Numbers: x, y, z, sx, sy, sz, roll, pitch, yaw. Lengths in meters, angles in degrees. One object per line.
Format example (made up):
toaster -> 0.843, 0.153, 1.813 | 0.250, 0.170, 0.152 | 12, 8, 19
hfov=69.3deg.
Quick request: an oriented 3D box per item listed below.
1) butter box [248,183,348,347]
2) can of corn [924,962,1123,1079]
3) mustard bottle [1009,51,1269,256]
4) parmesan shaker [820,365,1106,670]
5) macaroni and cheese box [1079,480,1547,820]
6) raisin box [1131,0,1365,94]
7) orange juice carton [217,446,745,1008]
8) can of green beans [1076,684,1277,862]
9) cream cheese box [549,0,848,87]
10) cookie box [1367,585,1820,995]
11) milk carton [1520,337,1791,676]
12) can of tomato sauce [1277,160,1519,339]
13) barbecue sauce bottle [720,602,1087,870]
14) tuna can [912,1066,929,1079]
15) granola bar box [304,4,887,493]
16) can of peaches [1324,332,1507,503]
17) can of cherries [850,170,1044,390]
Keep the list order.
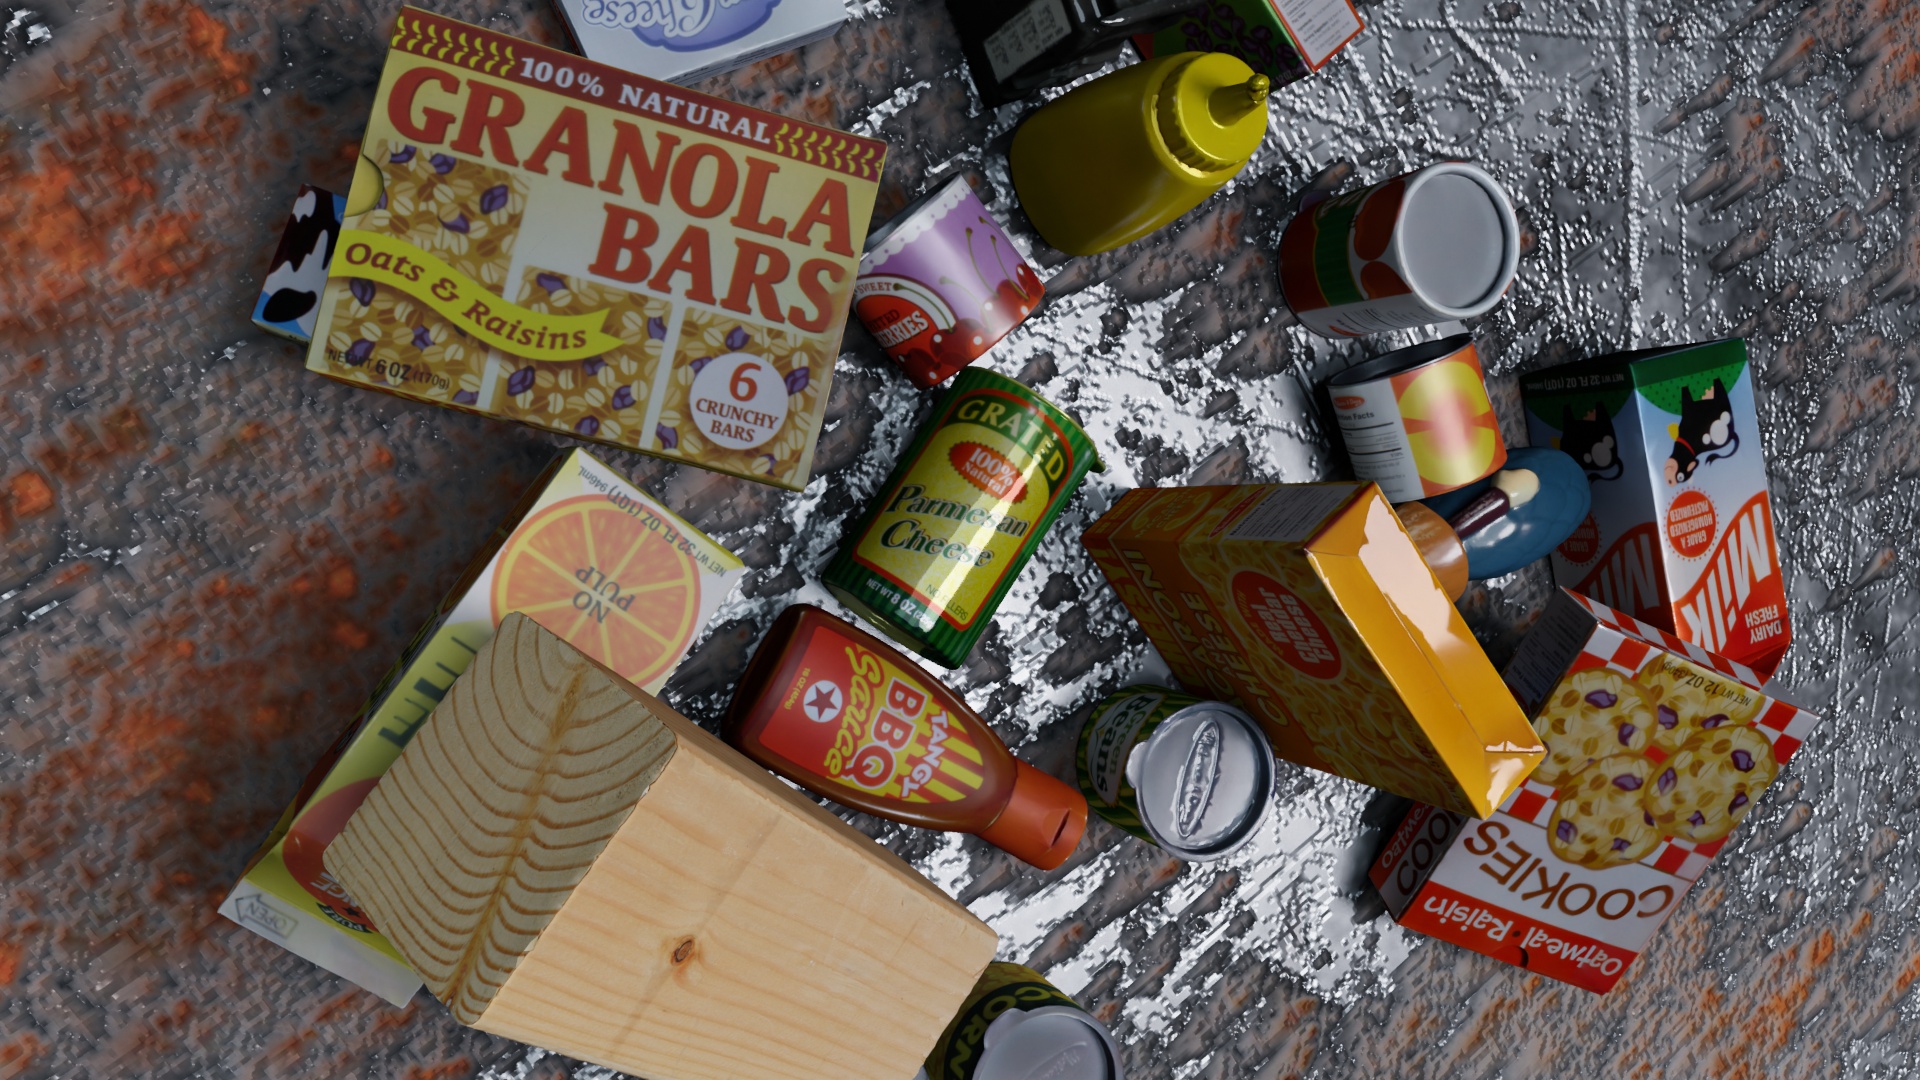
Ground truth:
butter box -> -0.190, -0.082, 0.497 | 0.103, 0.024, 0.053 | 19, 85, -20
can of corn -> 0.023, 0.211, 0.565 | 0.071, 0.058, 0.071 | -1, 92, -21
mustard bottle -> 0.073, -0.149, 0.524 | 0.049, 0.160, 0.065 | -31, 103, -19
parmesan shaker -> 0.002, -0.007, 0.548 | 0.071, 0.071, 0.103 | 37, 79, -18
macaroni and cheese box -> 0.129, 0.036, 0.545 | 0.040, 0.166, 0.123 | -40, 105, -16
raisin box -> 0.096, -0.239, 0.570 | 0.040, 0.086, 0.123 | -42, 106, -18
orange juice carton -> -0.165, 0.064, 0.483 | 0.071, 0.073, 0.193 | 38, 79, -19
can of green beans -> 0.090, 0.097, 0.589 | 0.071, 0.058, 0.071 | -1, 92, -21
cream cheese box -> -0.099, -0.205, 0.529 | 0.104, 0.024, 0.053 | -27, 102, -18
cookie box -> 0.284, 0.119, 0.632 | 0.123, 0.040, 0.166 | 21, 110, -14
milk carton -> 0.340, 0.003, 0.676 | 0.073, 0.072, 0.190 | -14, 96, -20
can of tomato sauce -> 0.191, -0.127, 0.610 | 0.071, 0.083, 0.071 | -1, 92, -21
barbecue sauce bottle -> -0.018, 0.085, 0.556 | 0.148, 0.043, 0.065 | 31, 77, -19
tuna can -> -0.049, 0.226, 0.552 | 0.071, 0.033, 0.071 | -1, 92, -21
granola bar box -> -0.119, -0.095, 0.472 | 0.166, 0.039, 0.124 | 13, 86, -9
can of peaches -> 0.208, -0.055, 0.627 | 0.071, 0.071, 0.058 | -23, 100, -19
can of cherries -> -0.011, -0.099, 0.542 | 0.071, 0.071, 0.058 | -43, 106, -15
